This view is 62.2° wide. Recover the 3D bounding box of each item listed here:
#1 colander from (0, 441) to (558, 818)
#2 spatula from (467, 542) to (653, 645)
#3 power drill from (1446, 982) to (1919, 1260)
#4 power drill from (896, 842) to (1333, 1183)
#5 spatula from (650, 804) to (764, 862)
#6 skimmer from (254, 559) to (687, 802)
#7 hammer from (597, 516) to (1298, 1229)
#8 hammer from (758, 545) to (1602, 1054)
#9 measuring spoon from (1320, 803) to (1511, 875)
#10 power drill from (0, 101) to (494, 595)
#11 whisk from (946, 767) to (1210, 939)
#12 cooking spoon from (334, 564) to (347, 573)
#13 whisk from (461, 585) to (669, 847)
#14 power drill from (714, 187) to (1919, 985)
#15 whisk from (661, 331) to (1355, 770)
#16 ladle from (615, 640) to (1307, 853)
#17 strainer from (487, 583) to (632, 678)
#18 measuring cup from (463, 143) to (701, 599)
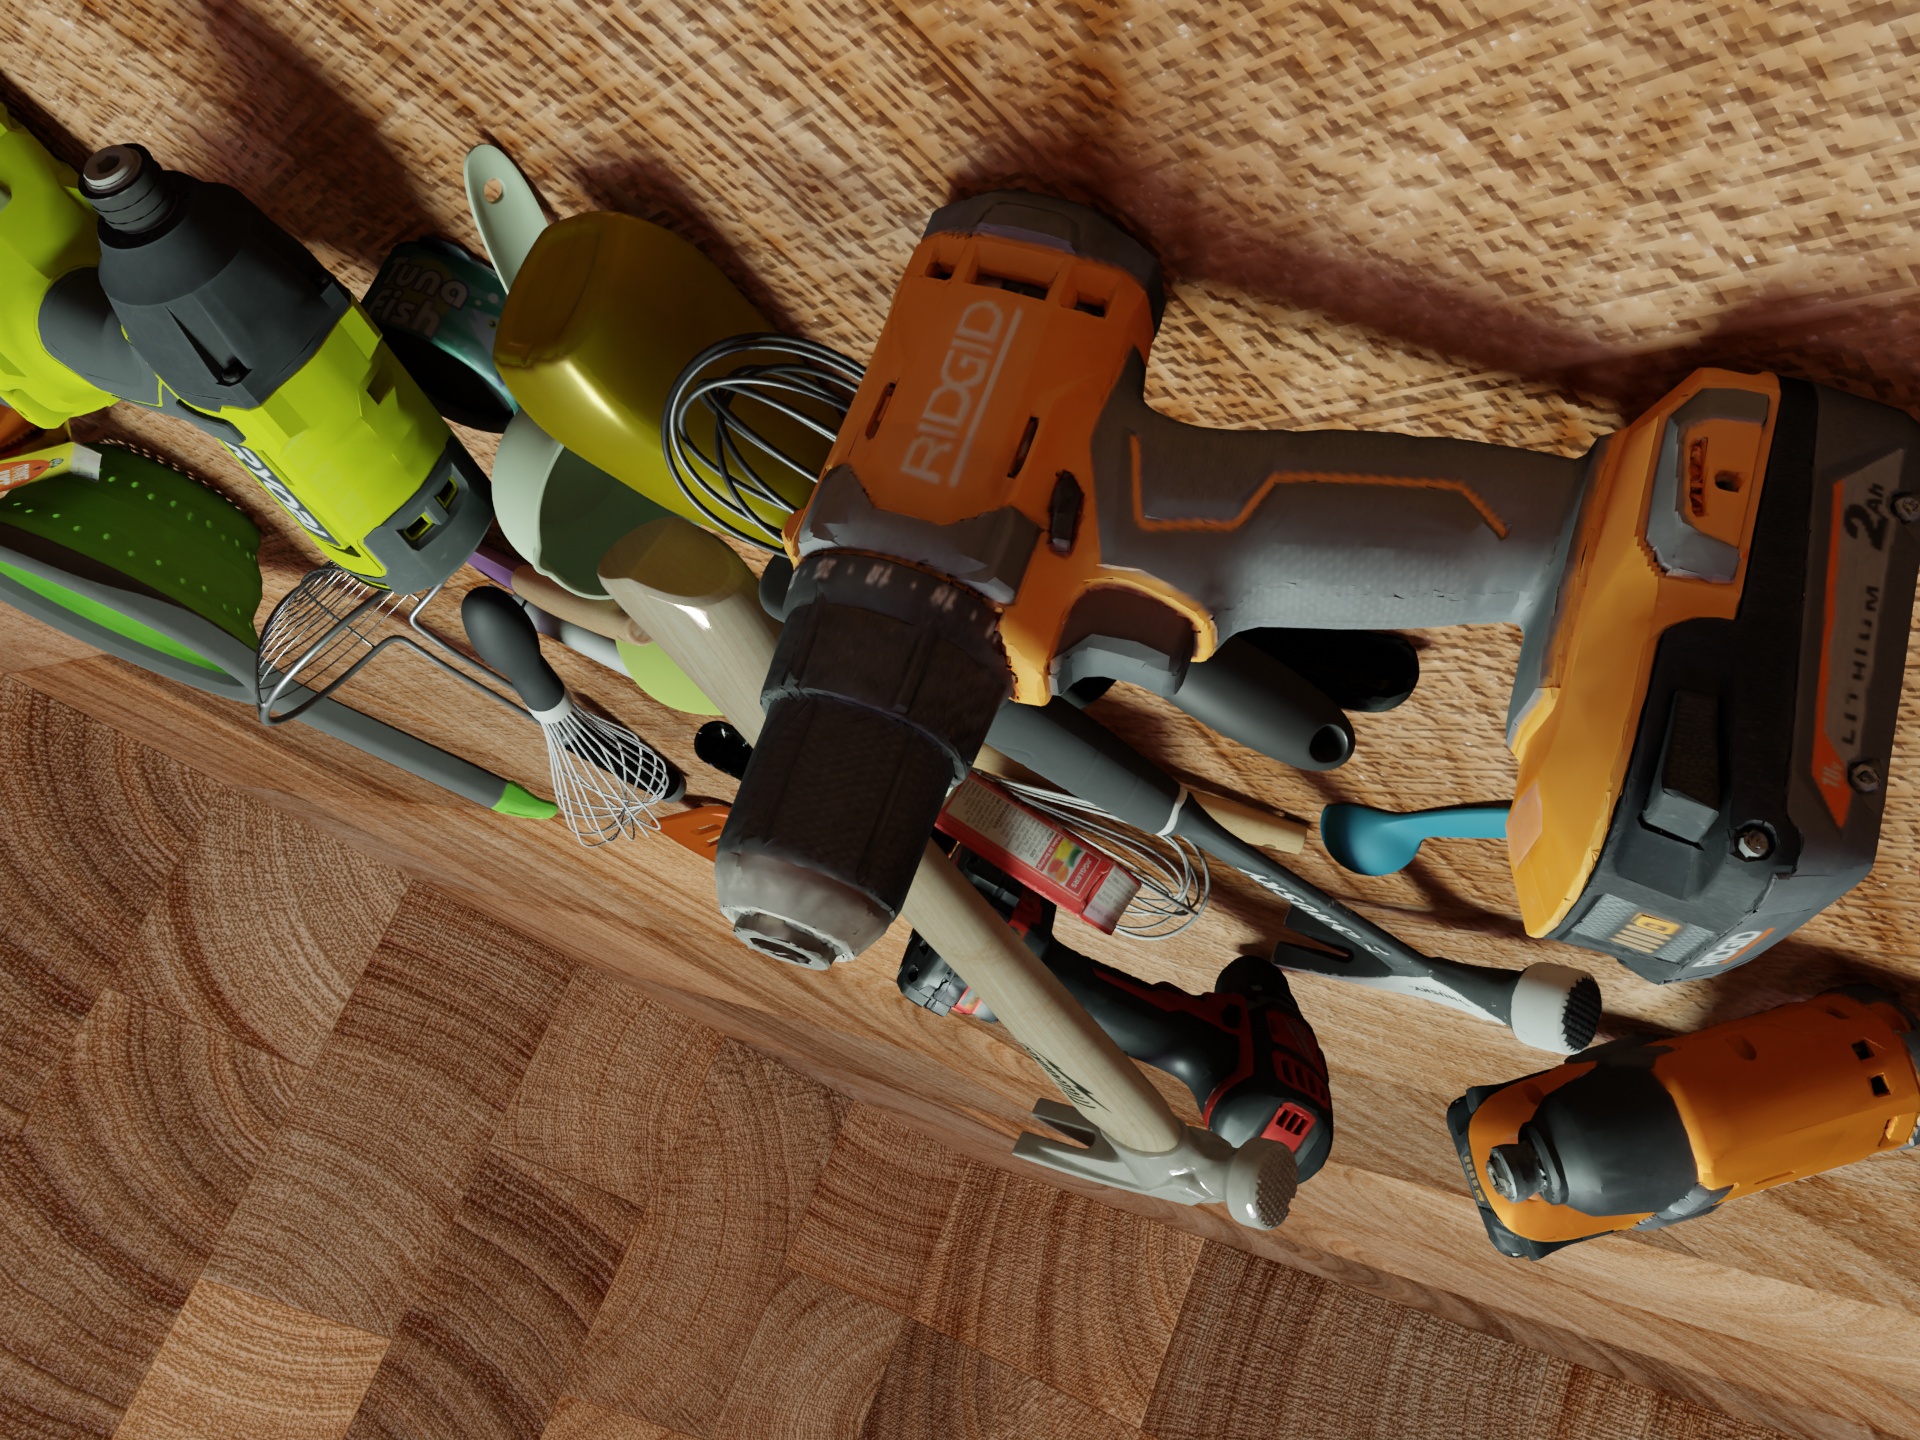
[{"bbox_3d":[-0.410,-0.059,0.947,0.396,0.094,0.204,28,162,-20],"label":"colander"},{"bbox_3d":[-0.182,-0.059,0.683,0.059,0.018,0.316,33,174,-29],"label":"spatula"},{"bbox_3d":[0.281,0.176,0.674,0.164,0.084,0.226,-15,160,-3],"label":"power drill"},{"bbox_3d":[0.090,0.136,0.838,0.226,0.080,0.188,30,-163,-3],"label":"power drill"},{"bbox_3d":[-0.111,0.091,1.049,0.081,0.041,0.323,34,167,-29],"label":"spatula"},{"bbox_3d":[-0.256,0.002,0.928,0.090,0.127,0.363,49,-175,33],"label":"skimmer"},{"bbox_3d":[-0.009,0.079,0.633,0.146,0.038,0.410,1,140,43],"label":"hammer"},{"bbox_3d":[0.086,0.039,0.601,0.408,0.036,0.149,31,165,-38],"label":"hammer"},{"bbox_3d":[0.186,0.049,0.620,0.042,0.021,0.128,30,163,-20],"label":"measuring spoon"},{"bbox_3d":[-0.275,-0.138,0.523,0.223,0.080,0.171,25,160,24],"label":"power drill"},{"bbox_3d":[0.011,0.033,0.764,0.246,0.059,0.058,29,-171,-4],"label":"whisk"},{"bbox_3d":[-0.293,-0.117,0.756,0.068,0.017,0.319,29,161,-13],"label":"cooking spoon"},{"bbox_3d":[-0.215,0.003,0.862,0.070,0.070,0.284,20,159,12],"label":"whisk"},{"bbox_3d":[0.067,-0.012,0.344,0.226,0.185,0.084,16,159,12],"label":"power drill"},{"bbox_3d":[0.024,-0.037,0.450,0.238,0.055,0.055,27,163,-25],"label":"whisk"},{"bbox_3d":[-0.001,-0.002,0.702,0.320,0.062,0.078,16,164,3],"label":"ladle"},{"bbox_3d":[-0.134,-0.017,0.808,0.258,0.050,0.087,26,179,12],"label":"strainer"},{"bbox_3d":[-0.133,-0.113,0.516,0.038,0.083,0.167,30,151,33],"label":"measuring cup"}]
